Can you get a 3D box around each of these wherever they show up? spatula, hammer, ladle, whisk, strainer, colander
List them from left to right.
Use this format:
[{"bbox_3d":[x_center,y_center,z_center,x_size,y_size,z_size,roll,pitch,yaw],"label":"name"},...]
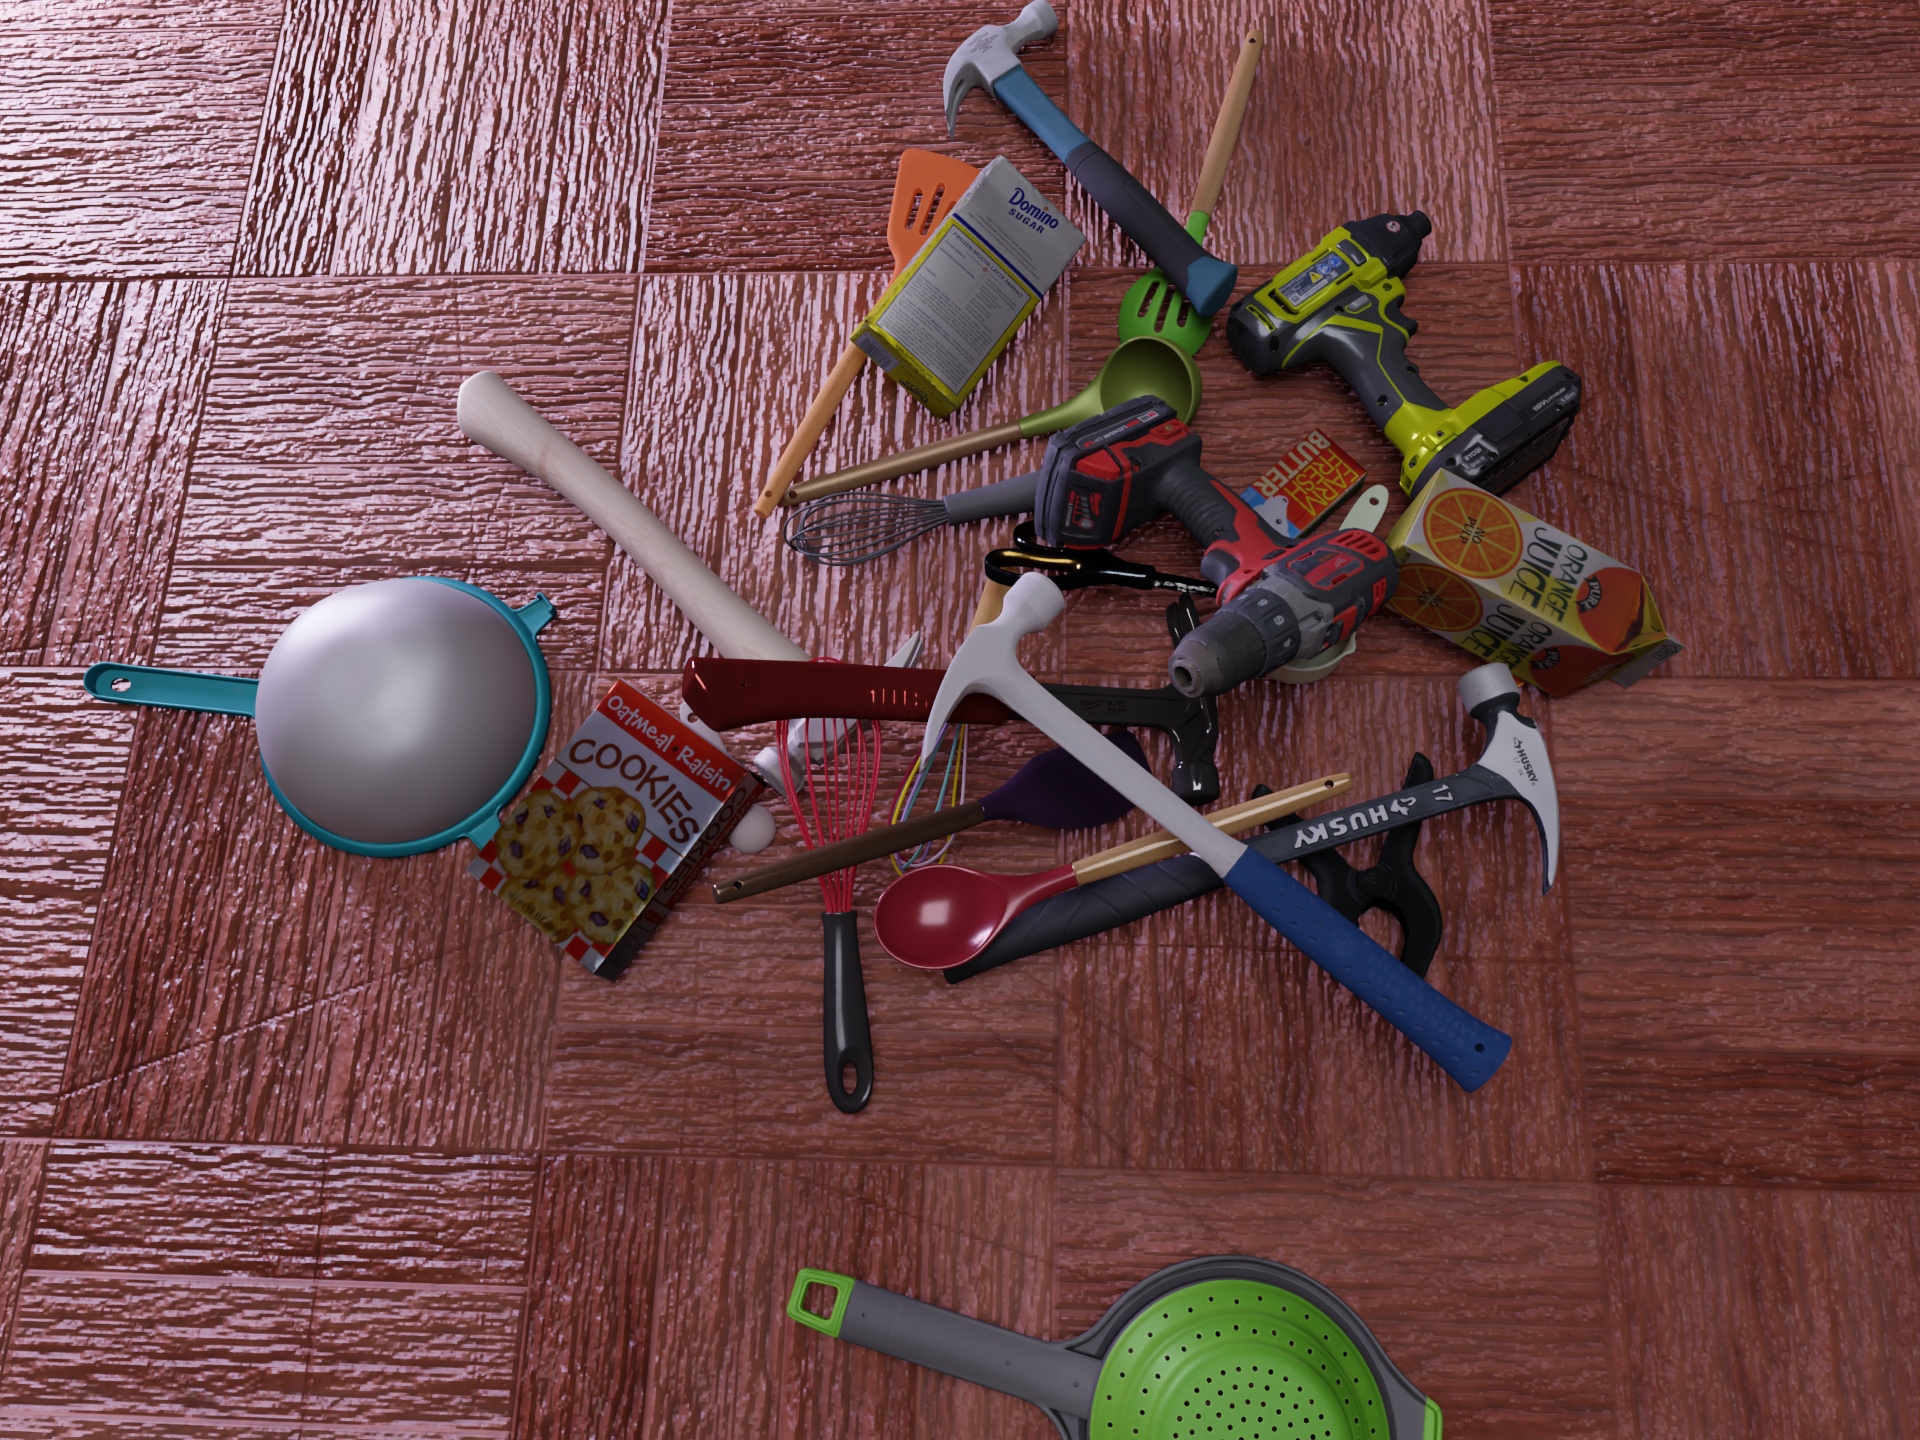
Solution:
[{"bbox_3d":[-0.461,-0.024,1.100,0.340,0.095,0.211,6,72,5],"label":"strainer"},{"bbox_3d":[-0.212,-0.128,1.150,0.411,0.038,0.146,42,77,16],"label":"hammer"},{"bbox_3d":[-0.079,0.105,1.031,0.073,0.073,0.296,-4,85,3],"label":"whisk"},{"bbox_3d":[-0.074,-0.287,1.187,0.081,0.041,0.323,24,71,11],"label":"spatula"},{"bbox_3d":[-0.009,0.068,1.023,0.316,0.018,0.060,-15,76,-25],"label":"spatula"},{"bbox_3d":[-0.009,-0.153,1.139,0.239,0.055,0.055,-13,71,-5],"label":"whisk"},{"bbox_3d":[-0.001,-0.002,1.095,0.047,0.051,0.245,23,69,-11],"label":"whisk"},{"bbox_3d":[0.002,-0.024,1.025,0.359,0.036,0.149,3,68,-21],"label":"hammer"},{"bbox_3d":[0.018,-0.204,1.151,0.320,0.062,0.078,-16,96,2],"label":"ladle"},{"bbox_3d":[0.101,-0.424,1.213,0.128,0.033,0.331,-34,65,-6],"label":"hammer"},{"bbox_3d":[0.084,0.392,0.921,0.397,0.094,0.205,15,73,9],"label":"colander"},{"bbox_3d":[0.097,0.088,1.010,0.315,0.031,0.069,-19,70,4],"label":"ladle"},{"bbox_3d":[0.154,0.084,0.964,0.405,0.035,0.144,39,71,6],"label":"hammer"},{"bbox_3d":[0.181,0.094,1.021,0.409,0.036,0.149,-19,66,6],"label":"hammer"}]

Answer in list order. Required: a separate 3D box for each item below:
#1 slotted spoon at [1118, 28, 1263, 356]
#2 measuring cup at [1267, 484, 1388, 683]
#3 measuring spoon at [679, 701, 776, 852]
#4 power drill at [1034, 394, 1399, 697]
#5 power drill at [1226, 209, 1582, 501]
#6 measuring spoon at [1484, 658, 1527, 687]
[{"bbox_3d":[0.188,-0.409,1.223,0.070,0.031,0.314,15,71,12],"label":"slotted spoon"},{"bbox_3d":[0.254,-0.096,1.109,0.083,0.038,0.168,30,68,12],"label":"measuring cup"},{"bbox_3d":[-0.166,0.036,1.100,0.034,0.018,0.124,-29,71,-6],"label":"measuring spoon"},{"bbox_3d":[0.148,-0.109,1.039,0.188,0.080,0.227,-30,55,-32],"label":"power drill"},{"bbox_3d":[0.325,-0.261,1.138,0.171,0.080,0.223,-36,70,-8],"label":"power drill"},{"bbox_3d":[0.347,-0.065,1.105,0.021,0.011,0.117,-37,69,-9],"label":"measuring spoon"}]
